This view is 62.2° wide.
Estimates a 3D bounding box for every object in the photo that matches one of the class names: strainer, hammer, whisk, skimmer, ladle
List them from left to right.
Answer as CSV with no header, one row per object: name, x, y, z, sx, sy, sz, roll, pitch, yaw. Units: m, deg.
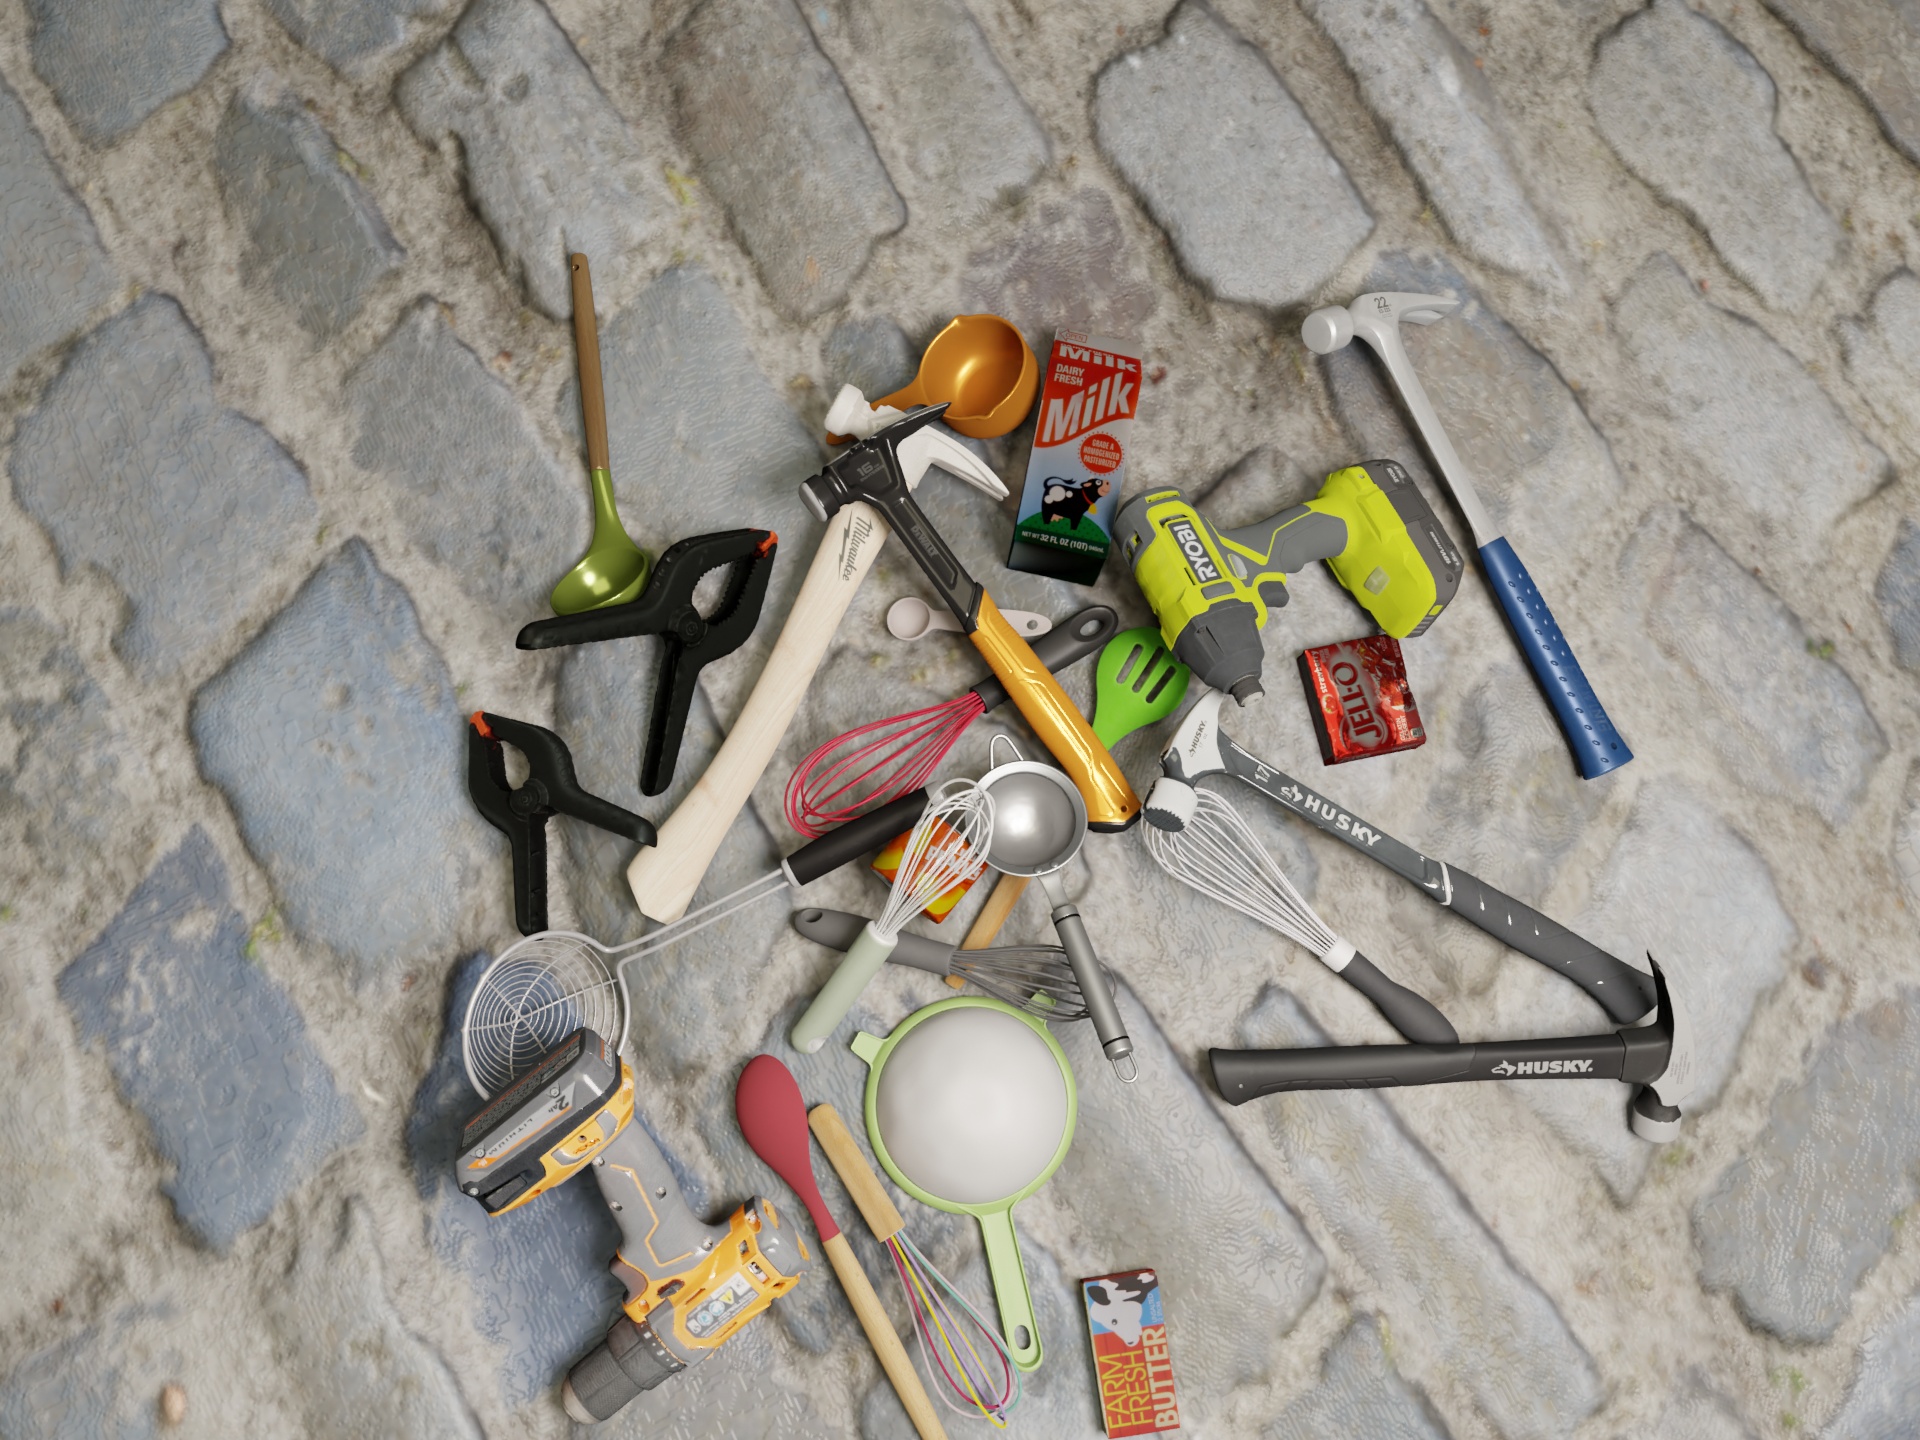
ladle,-0.281,-0.216,1.204,0.078,0.062,0.320,-13,75,14
skimmer,-0.166,0.147,1.085,0.363,0.090,0.127,-27,116,2
hammer,-0.116,-0.035,1.162,0.146,0.038,0.411,28,84,-7
ladle,-0.076,0.376,1.088,0.031,0.069,0.315,-22,82,-49
whisk,-0.050,0.139,1.087,0.059,0.057,0.246,49,115,31
whisk,-0.034,0.370,1.086,0.051,0.047,0.245,-43,73,32
whisk,-0.006,0.166,1.120,0.239,0.055,0.055,12,77,14
whisk,-0.002,-0.004,1.170,0.296,0.073,0.073,-33,81,-16
strainer,0.020,0.316,1.090,0.151,0.069,0.256,-12,77,-5
hammer,0.030,-0.065,1.143,0.127,0.034,0.337,-36,92,-14
strainer,0.067,0.128,1.085,0.087,0.050,0.259,-17,62,-8
whisk,0.246,0.148,1.148,0.284,0.070,0.070,40,79,1
hammer,0.329,0.103,1.139,0.409,0.036,0.149,30,62,-6
hammer,0.342,0.236,1.115,0.335,0.035,0.146,-3,116,3
hammer,0.404,-0.148,1.214,0.144,0.035,0.405,-22,83,-31

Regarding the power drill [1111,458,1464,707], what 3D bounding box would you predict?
power drill,0.240,-0.102,1.148,0.223,0.080,0.171,-15,64,-22

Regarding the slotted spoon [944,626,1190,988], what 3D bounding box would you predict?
slotted spoon,0.077,0.061,1.172,0.070,0.031,0.314,32,80,1

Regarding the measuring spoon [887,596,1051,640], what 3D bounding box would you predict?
measuring spoon,0.007,-0.072,1.194,0.124,0.018,0.034,3,74,8

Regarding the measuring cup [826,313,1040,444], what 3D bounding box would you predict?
measuring cup,-0.019,-0.244,1.229,0.173,0.052,0.095,-23,67,18

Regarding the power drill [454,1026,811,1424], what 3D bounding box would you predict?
power drill,-0.235,0.339,1.044,0.185,0.084,0.226,-39,105,-4
